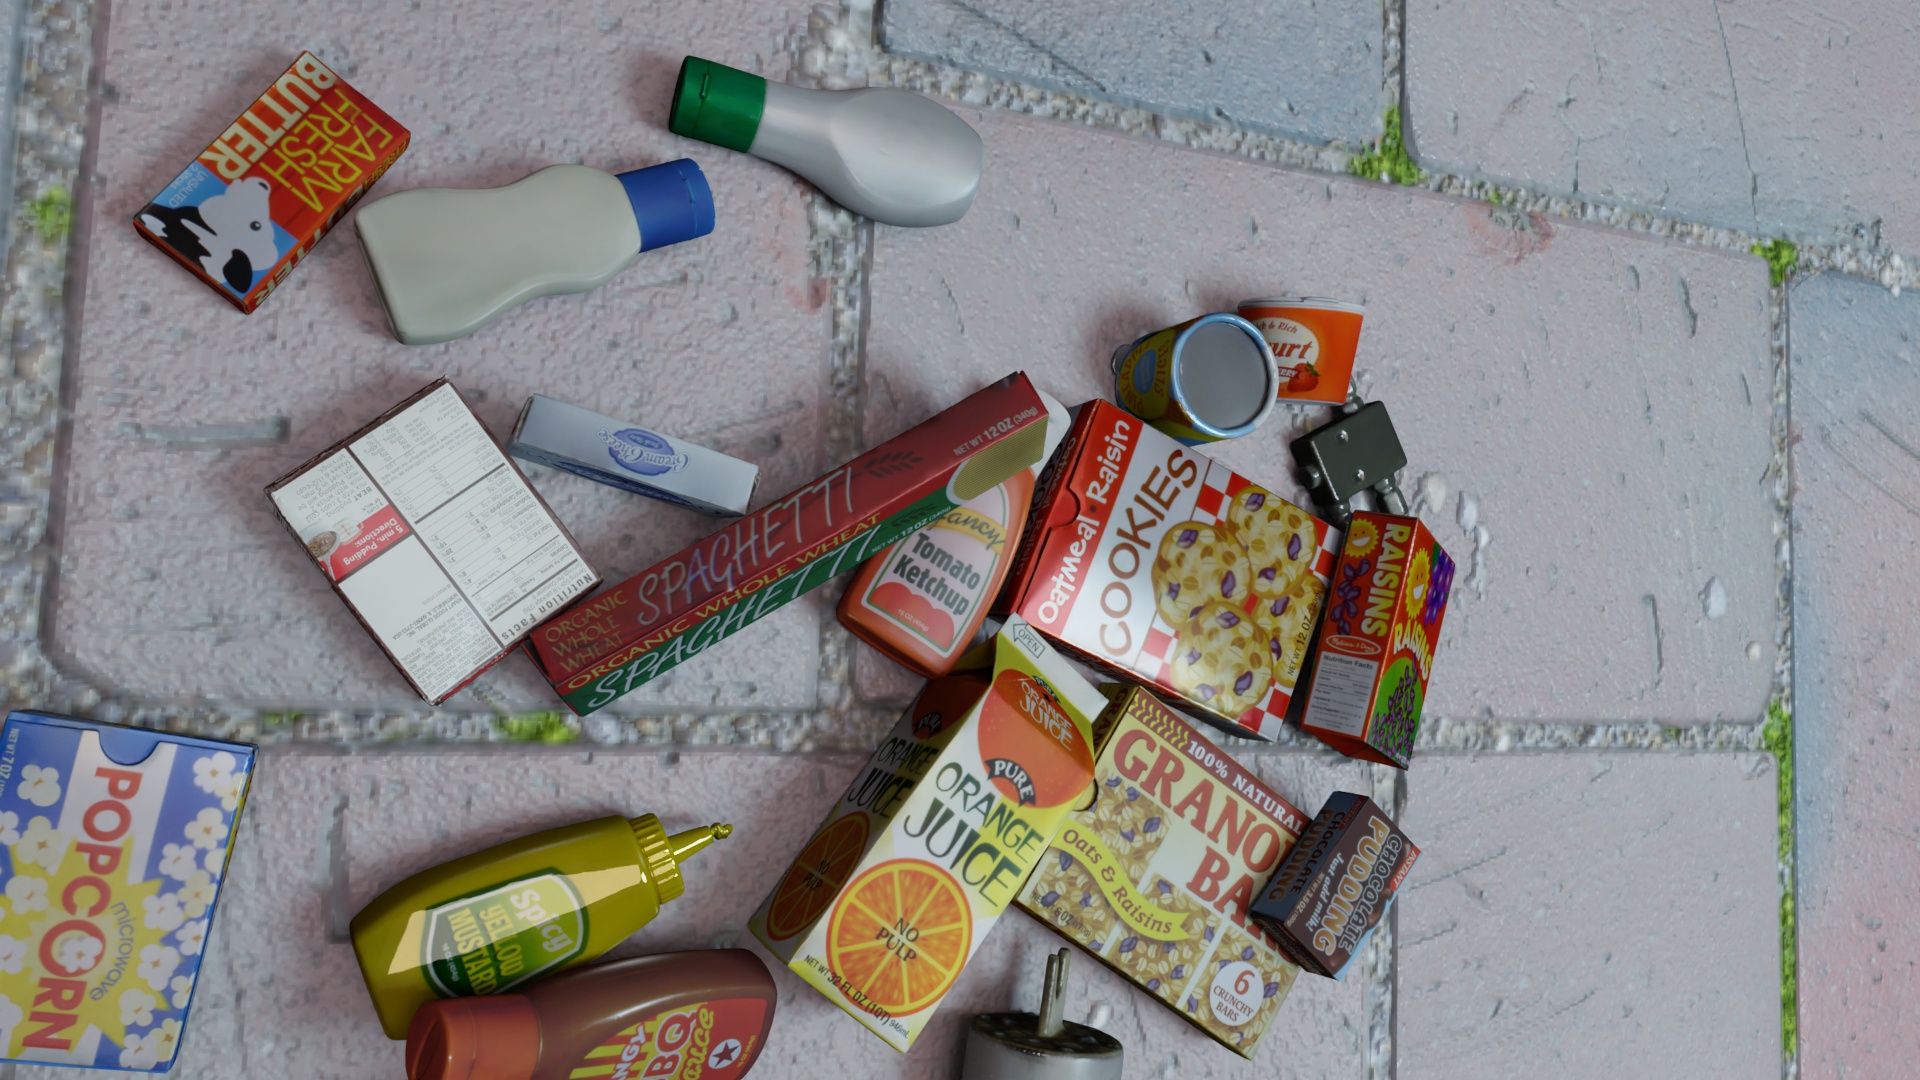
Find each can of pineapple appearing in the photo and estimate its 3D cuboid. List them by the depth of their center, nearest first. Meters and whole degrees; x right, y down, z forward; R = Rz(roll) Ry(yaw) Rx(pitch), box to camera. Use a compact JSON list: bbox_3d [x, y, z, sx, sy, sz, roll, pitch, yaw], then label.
[{"bbox_3d":[0.123,-0.083,0.730,0.071,0.058,0.071,1,86,-23],"label":"can of pineapple"}]

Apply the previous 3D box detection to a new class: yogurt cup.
[{"bbox_3d":[0.183,-0.102,0.755,0.072,0.072,0.054,2,94,-23],"label":"yogurt cup"}]

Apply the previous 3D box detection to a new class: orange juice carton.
[{"bbox_3d":[-0.006,0.130,0.652,0.071,0.073,0.193,42,73,-16],"label":"orange juice carton"}]

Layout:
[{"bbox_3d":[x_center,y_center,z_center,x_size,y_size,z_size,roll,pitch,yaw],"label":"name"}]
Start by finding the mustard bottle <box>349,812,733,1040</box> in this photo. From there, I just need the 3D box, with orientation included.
[{"bbox_3d":[-0.172,0.153,0.594,0.161,0.049,0.065,-21,99,-23],"label":"mustard bottle"}]

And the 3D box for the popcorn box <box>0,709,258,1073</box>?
[{"bbox_3d":[-0.332,0.134,0.534,0.085,0.038,0.127,14,81,-20],"label":"popcorn box"}]

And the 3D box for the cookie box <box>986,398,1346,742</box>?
[{"bbox_3d":[0.111,0.017,0.728,0.167,0.040,0.123,27,77,-19],"label":"cookie box"}]

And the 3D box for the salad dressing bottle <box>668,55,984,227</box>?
[{"bbox_3d":[-0.063,-0.194,0.668,0.148,0.044,0.064,12,84,-21],"label":"salad dressing bottle"}]

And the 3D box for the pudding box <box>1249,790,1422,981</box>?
[{"bbox_3d":[0.194,0.177,0.714,0.049,0.030,0.084,47,70,-14],"label":"pudding box"}]

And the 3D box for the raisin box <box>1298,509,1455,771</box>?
[{"bbox_3d":[0.229,0.055,0.757,0.086,0.040,0.123,30,73,-52],"label":"raisin box"}]

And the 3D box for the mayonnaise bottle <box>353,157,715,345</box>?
[{"bbox_3d":[-0.184,-0.135,0.615,0.148,0.041,0.064,-22,97,-24],"label":"mayonnaise bottle"}]

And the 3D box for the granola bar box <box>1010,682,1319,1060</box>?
[{"bbox_3d":[0.113,0.170,0.719,0.165,0.039,0.124,37,73,-17],"label":"granola bar box"}]

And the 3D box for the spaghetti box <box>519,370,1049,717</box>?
[{"bbox_3d":[-0.072,0.001,0.623,0.251,0.050,0.029,-30,70,-12],"label":"spaghetti box"}]

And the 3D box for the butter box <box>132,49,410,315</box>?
[{"bbox_3d":[-0.285,-0.150,0.581,0.053,0.024,0.104,40,73,-15],"label":"butter box"}]

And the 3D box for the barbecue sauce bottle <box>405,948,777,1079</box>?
[{"bbox_3d":[-0.149,0.203,0.572,0.148,0.044,0.064,13,107,-45],"label":"barbecue sauce bottle"}]

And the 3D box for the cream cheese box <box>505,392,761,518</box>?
[{"bbox_3d":[-0.146,-0.036,0.616,0.104,0.053,0.024,18,82,-21],"label":"cream cheese box"}]

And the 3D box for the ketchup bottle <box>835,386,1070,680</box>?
[{"bbox_3d":[0.002,-0.009,0.682,0.065,0.043,0.149,34,73,-7],"label":"ketchup bottle"}]
